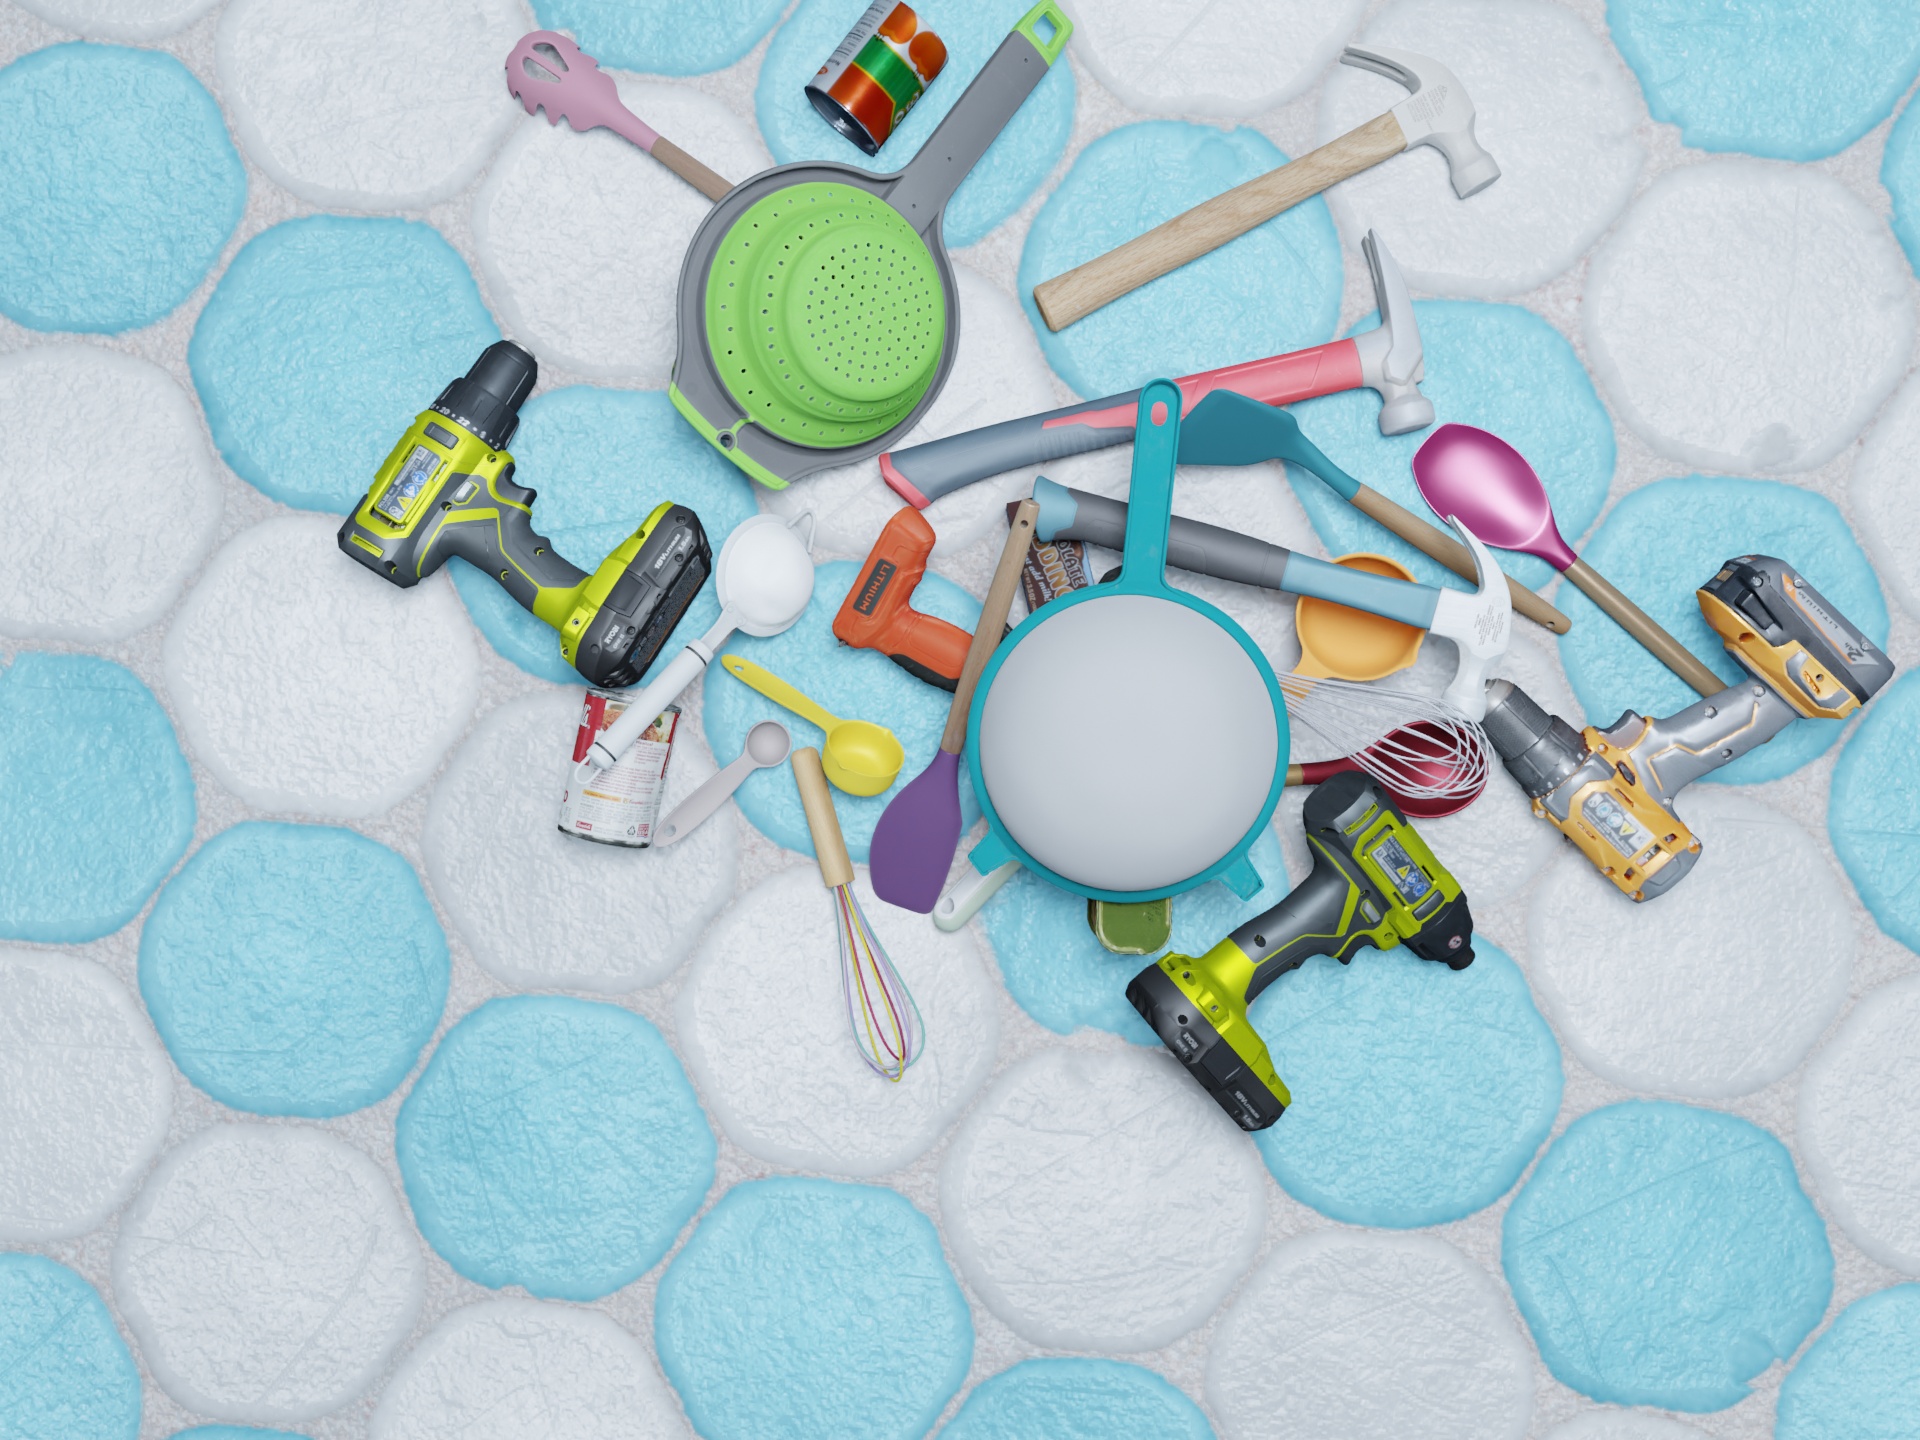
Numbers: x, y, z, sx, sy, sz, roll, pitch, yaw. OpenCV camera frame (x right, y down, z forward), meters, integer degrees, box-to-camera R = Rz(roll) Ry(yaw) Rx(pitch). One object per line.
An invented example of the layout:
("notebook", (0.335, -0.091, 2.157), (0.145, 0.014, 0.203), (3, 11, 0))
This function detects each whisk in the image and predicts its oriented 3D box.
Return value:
("whisk", (0.219, -0.019, 1.061), (0.285, 0.070, 0.070), (26, 91, 30))
("whisk", (-0.076, 0.136, 1.127), (0.051, 0.047, 0.245), (-16, 86, 3))
("whisk", (0.068, 0.058, 1.118), (0.246, 0.059, 0.058), (-46, 49, 7))

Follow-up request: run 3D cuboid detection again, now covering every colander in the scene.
("colander", (-0.030, -0.335, 1.068), (0.204, 0.095, 0.397), (40, 82, -28))

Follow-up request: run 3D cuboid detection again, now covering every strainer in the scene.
("strainer", (-0.172, -0.051, 1.090), (0.258, 0.050, 0.086), (-49, 128, -17))
("strainer", (0.112, -0.045, 0.995), (0.211, 0.095, 0.340), (5, 96, 3))

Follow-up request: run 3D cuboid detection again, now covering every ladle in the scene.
("ladle", (0.210, 0.040, 1.099), (0.315, 0.031, 0.069), (-3, 92, -8))

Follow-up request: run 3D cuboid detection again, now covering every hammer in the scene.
("hammer", (0.205, -0.103, 1.072), (0.331, 0.033, 0.128), (16, 97, 8))
("hammer", (0.204, -0.366, 1.123), (0.331, 0.031, 0.130), (-26, 89, 2))
("hammer", (0.129, -0.233, 1.122), (0.386, 0.038, 0.143), (-13, 88, 2))

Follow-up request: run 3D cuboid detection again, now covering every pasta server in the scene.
("pasta server", (-0.194, -0.395, 1.141), (0.316, 0.040, 0.060), (35, 91, -2))

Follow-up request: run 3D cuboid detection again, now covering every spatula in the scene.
("spatula", (0.289, -0.136, 1.096), (0.317, 0.082, 0.044), (30, 54, -8))
("spatula", (-0.002, -0.003, 1.081), (0.060, 0.018, 0.315), (20, 114, 2))

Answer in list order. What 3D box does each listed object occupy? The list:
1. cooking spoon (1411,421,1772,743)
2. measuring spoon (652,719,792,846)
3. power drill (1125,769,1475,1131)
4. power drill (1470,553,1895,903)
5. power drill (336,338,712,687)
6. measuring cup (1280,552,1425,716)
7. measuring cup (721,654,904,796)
("cooking spoon", (0.448, -0.093, 1.120), (0.319, 0.017, 0.068), (42, 100, 2))
("measuring spoon", (-0.172, 0.045, 1.131), (0.124, 0.018, 0.034), (-42, 110, -10))
("power drill", (0.240, 0.166, 1.088), (0.223, 0.080, 0.171), (-42, 111, -1))
("power drill", (0.477, -0.013, 1.078), (0.185, 0.084, 0.226), (44, 105, 2))
("power drill", (-0.293, -0.145, 1.116), (0.228, 0.080, 0.190), (31, 81, 4))
("measuring cup", (0.249, -0.041, 1.113), (0.095, 0.052, 0.173), (42, 102, 4))
("measuring cup", (-0.110, 0.003, 1.132), (0.156, 0.062, 0.029), (33, 128, 15))
